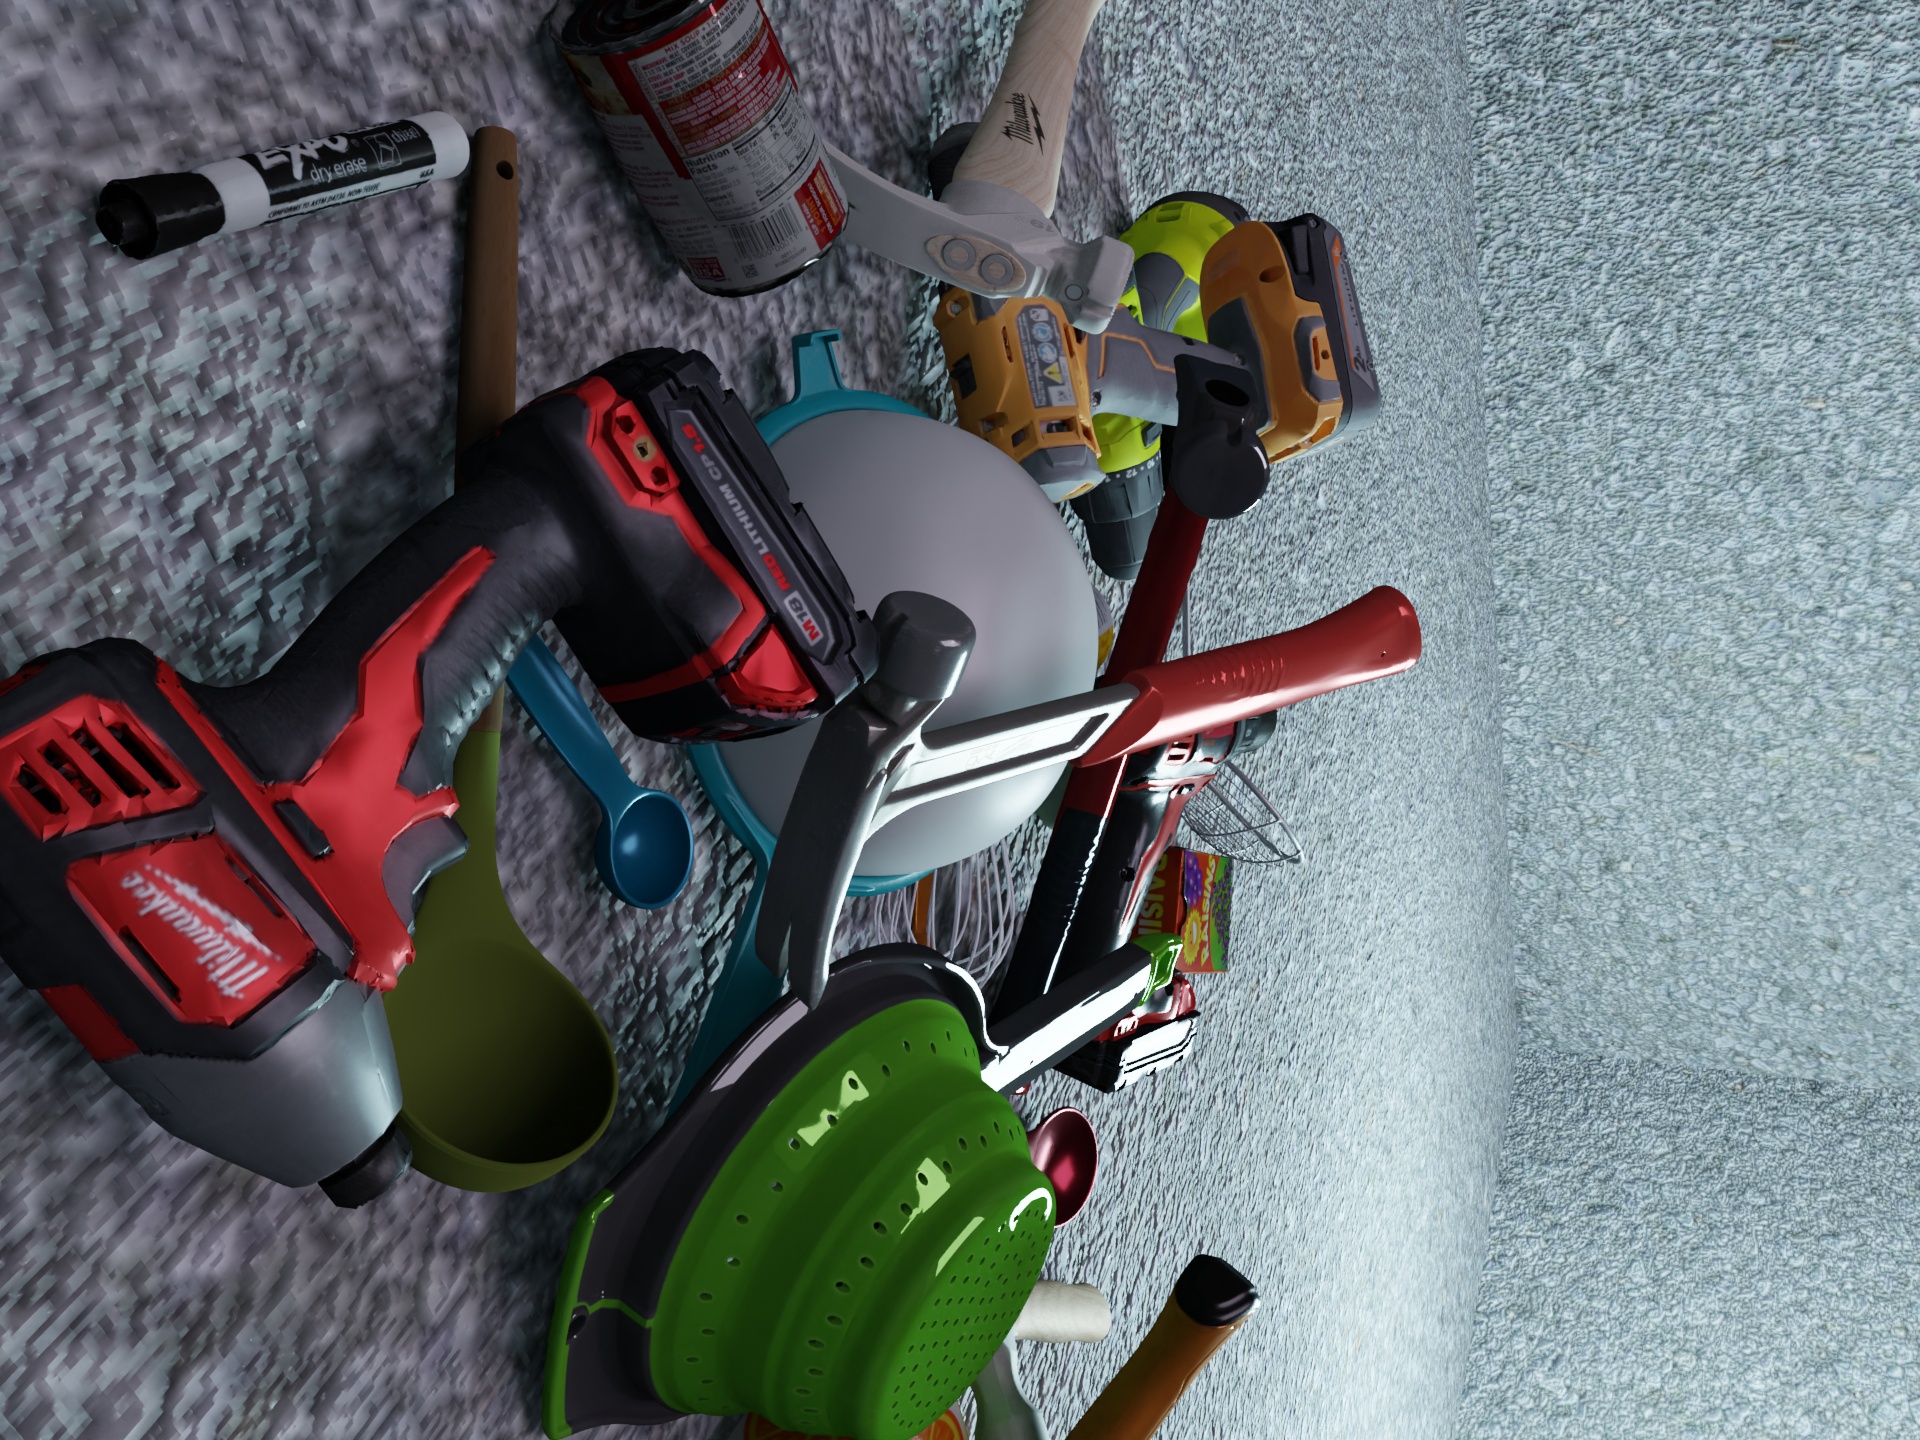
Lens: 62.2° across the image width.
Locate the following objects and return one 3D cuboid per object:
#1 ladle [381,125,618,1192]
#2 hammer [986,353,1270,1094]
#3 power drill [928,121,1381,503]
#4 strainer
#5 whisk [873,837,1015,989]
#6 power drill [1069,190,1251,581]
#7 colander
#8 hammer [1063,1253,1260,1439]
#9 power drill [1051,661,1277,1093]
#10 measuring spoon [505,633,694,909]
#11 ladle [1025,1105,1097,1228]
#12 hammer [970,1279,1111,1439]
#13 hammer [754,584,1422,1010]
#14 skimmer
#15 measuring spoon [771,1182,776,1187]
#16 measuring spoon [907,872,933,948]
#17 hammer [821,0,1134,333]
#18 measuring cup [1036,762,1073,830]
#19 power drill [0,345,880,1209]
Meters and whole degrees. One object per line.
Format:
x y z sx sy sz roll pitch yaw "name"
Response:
-0.137 -0.024 0.476 0.078 0.062 0.320 5 84 -48 "ladle"
0.065 0.020 0.760 0.143 0.038 0.386 -80 -175 -61 "hammer"
0.089 -0.208 0.800 0.226 0.084 0.185 -11 86 -27 "power drill"
-0.027 0.025 0.617 0.210 0.095 0.340 39 61 -42 "strainer"
0.000 -0.002 0.767 0.070 0.070 0.285 31 59 -61 "whisk"
0.115 -0.211 0.965 0.228 0.080 0.190 -50 134 -48 "power drill"
0.017 0.175 0.647 0.397 0.095 0.204 -19 130 -51 "colander"
0.015 0.363 0.657 0.337 0.034 0.127 -53 151 -1 "hammer"
0.110 0.077 0.891 0.187 0.080 0.226 -3 109 -57 "power drill"
-0.132 0.012 0.539 0.042 0.021 0.128 -58 132 -42 "measuring spoon"
0.016 0.214 0.811 0.315 0.031 0.069 48 54 -62 "ladle"
0.039 0.305 0.827 0.331 0.031 0.130 56 14 -66 "hammer"
0.077 0.001 0.623 0.359 0.037 0.149 -14 134 -46 "hammer"
0.185 -0.078 1.103 0.127 0.090 0.363 -168 -104 -83 "skimmer"
-0.075 0.198 0.661 0.034 0.018 0.124 -12 103 -64 "measuring spoon"
-0.013 0.065 0.787 0.021 0.011 0.117 24 70 -63 "measuring spoon"
0.033 -0.329 0.782 0.038 0.146 0.411 115 -7 -45 "hammer"
0.085 0.019 0.962 0.167 0.038 0.083 -31 119 -63 "measuring cup"
-0.128 0.008 0.407 0.220 0.078 0.143 -44 112 -38 "power drill"
